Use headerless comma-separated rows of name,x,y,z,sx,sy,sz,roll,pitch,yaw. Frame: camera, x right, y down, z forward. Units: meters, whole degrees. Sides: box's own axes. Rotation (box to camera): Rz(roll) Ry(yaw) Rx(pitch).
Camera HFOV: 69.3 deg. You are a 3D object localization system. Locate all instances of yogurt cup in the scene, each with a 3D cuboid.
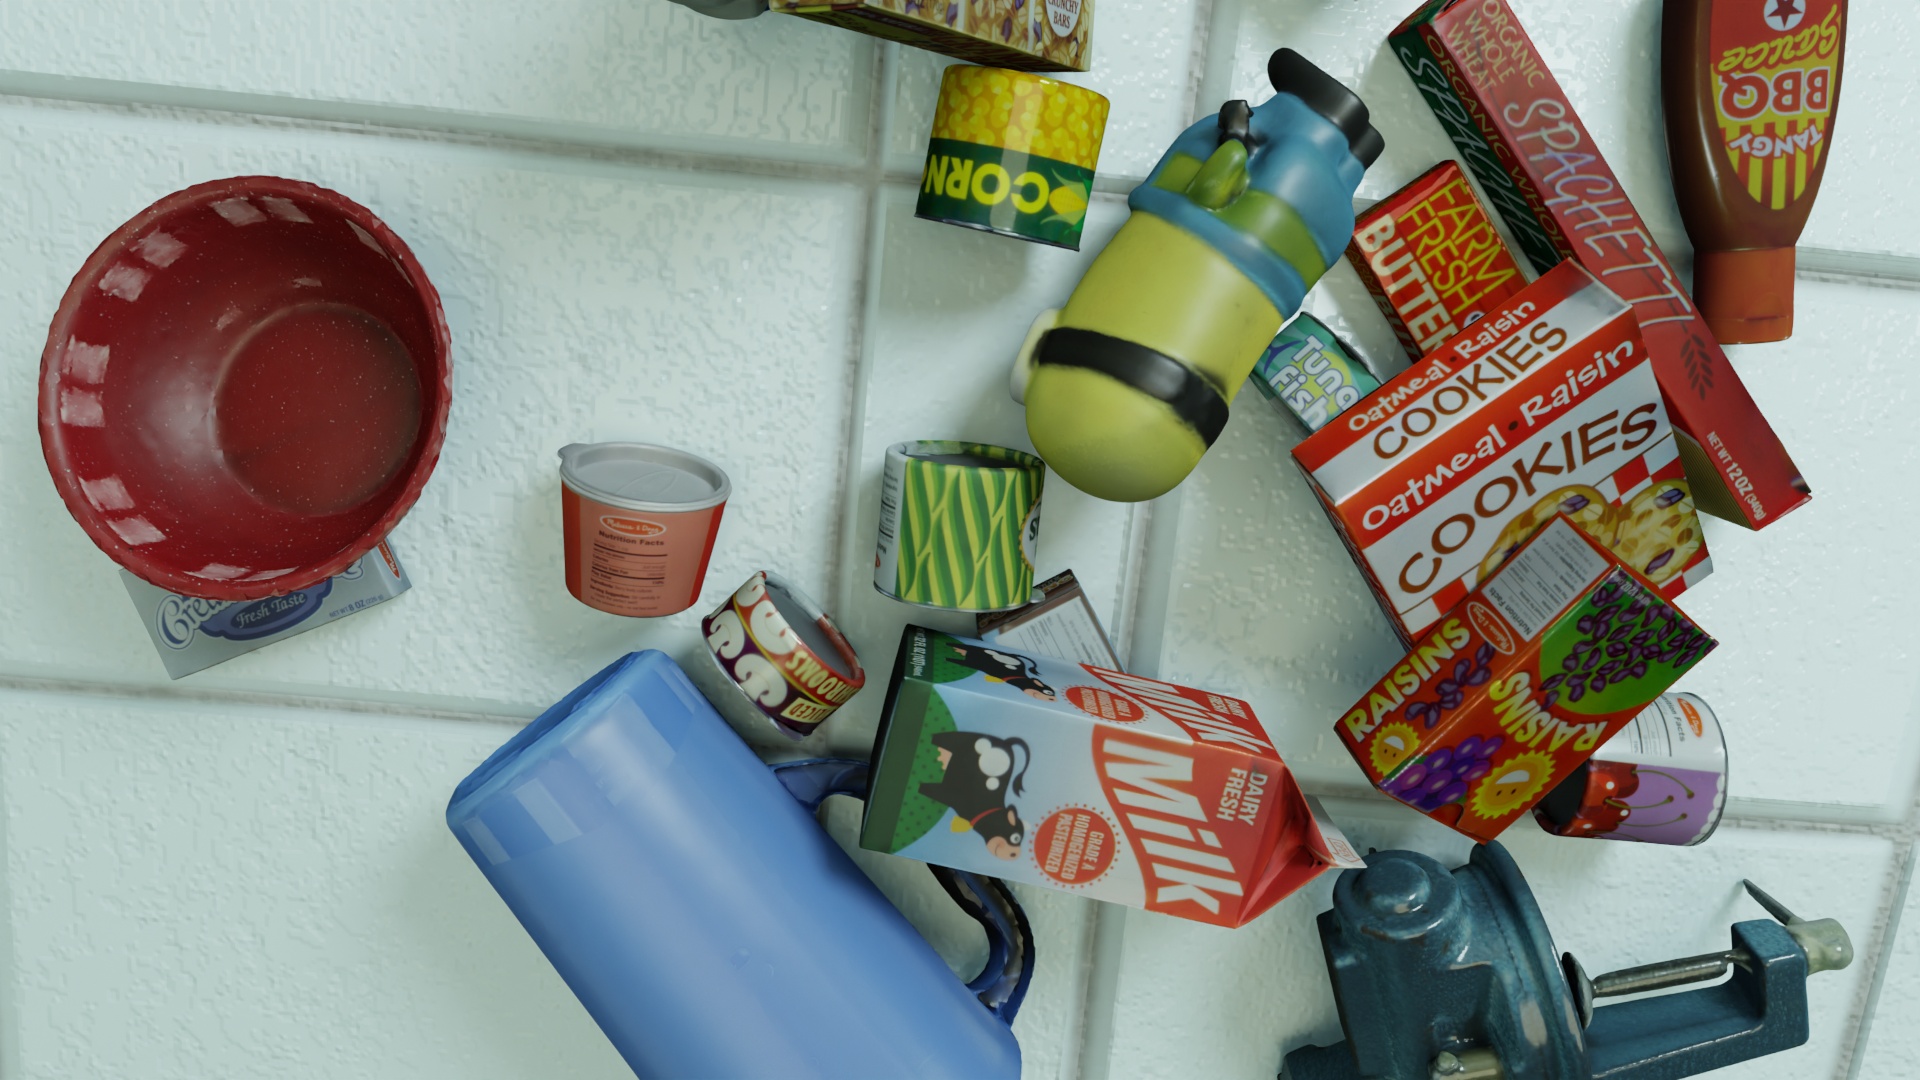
yogurt cup,-0.131,-0.004,0.566,0.072,0.072,0.053,11,111,-4

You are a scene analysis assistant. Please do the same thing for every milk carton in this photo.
milk carton,0.061,0.096,0.555,0.191,0.072,0.073,13,102,-5

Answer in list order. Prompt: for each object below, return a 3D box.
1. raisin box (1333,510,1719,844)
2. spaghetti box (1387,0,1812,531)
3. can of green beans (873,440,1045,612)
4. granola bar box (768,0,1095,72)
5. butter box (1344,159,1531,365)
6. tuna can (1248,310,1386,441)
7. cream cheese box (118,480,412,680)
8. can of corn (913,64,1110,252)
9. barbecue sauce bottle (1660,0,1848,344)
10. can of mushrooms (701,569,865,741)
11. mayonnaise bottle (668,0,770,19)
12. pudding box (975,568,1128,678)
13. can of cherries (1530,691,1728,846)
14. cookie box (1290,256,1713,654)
raisin box,0.222,0.058,0.547,0.086,0.040,0.123,27,113,-35
spaghetti box,0.255,-0.111,0.556,0.028,0.050,0.249,-37,101,6
can of green beans,0.000,-0.007,0.566,0.071,0.071,0.057,5,103,-2
granola bar box,-0.001,-0.231,0.468,0.039,0.166,0.124,10,104,27
butter box,0.203,-0.099,0.571,0.053,0.024,0.103,-35,102,6
tuna can,0.147,-0.057,0.555,0.033,0.071,0.071,-42,100,9
cream cheese box,-0.293,0.016,0.586,0.104,0.024,0.053,-21,101,3
can of corn,0.019,-0.146,0.532,0.071,0.071,0.058,11,102,-4
barbecue sauce bottle,0.313,-0.154,0.551,0.065,0.044,0.148,-5,103,-1
can of mushrooms,-0.072,0.048,0.575,0.033,0.071,0.071,-41,101,7
mayonnaise bottle,-0.081,-0.210,0.476,0.041,0.148,0.064,12,103,-3
pudding box,0.046,0.061,0.601,0.049,0.030,0.083,-27,102,4
can of cherries,0.283,0.098,0.597,0.058,0.071,0.071,4,103,-2
cookie box,0.217,-0.011,0.548,0.123,0.040,0.167,-36,129,7
